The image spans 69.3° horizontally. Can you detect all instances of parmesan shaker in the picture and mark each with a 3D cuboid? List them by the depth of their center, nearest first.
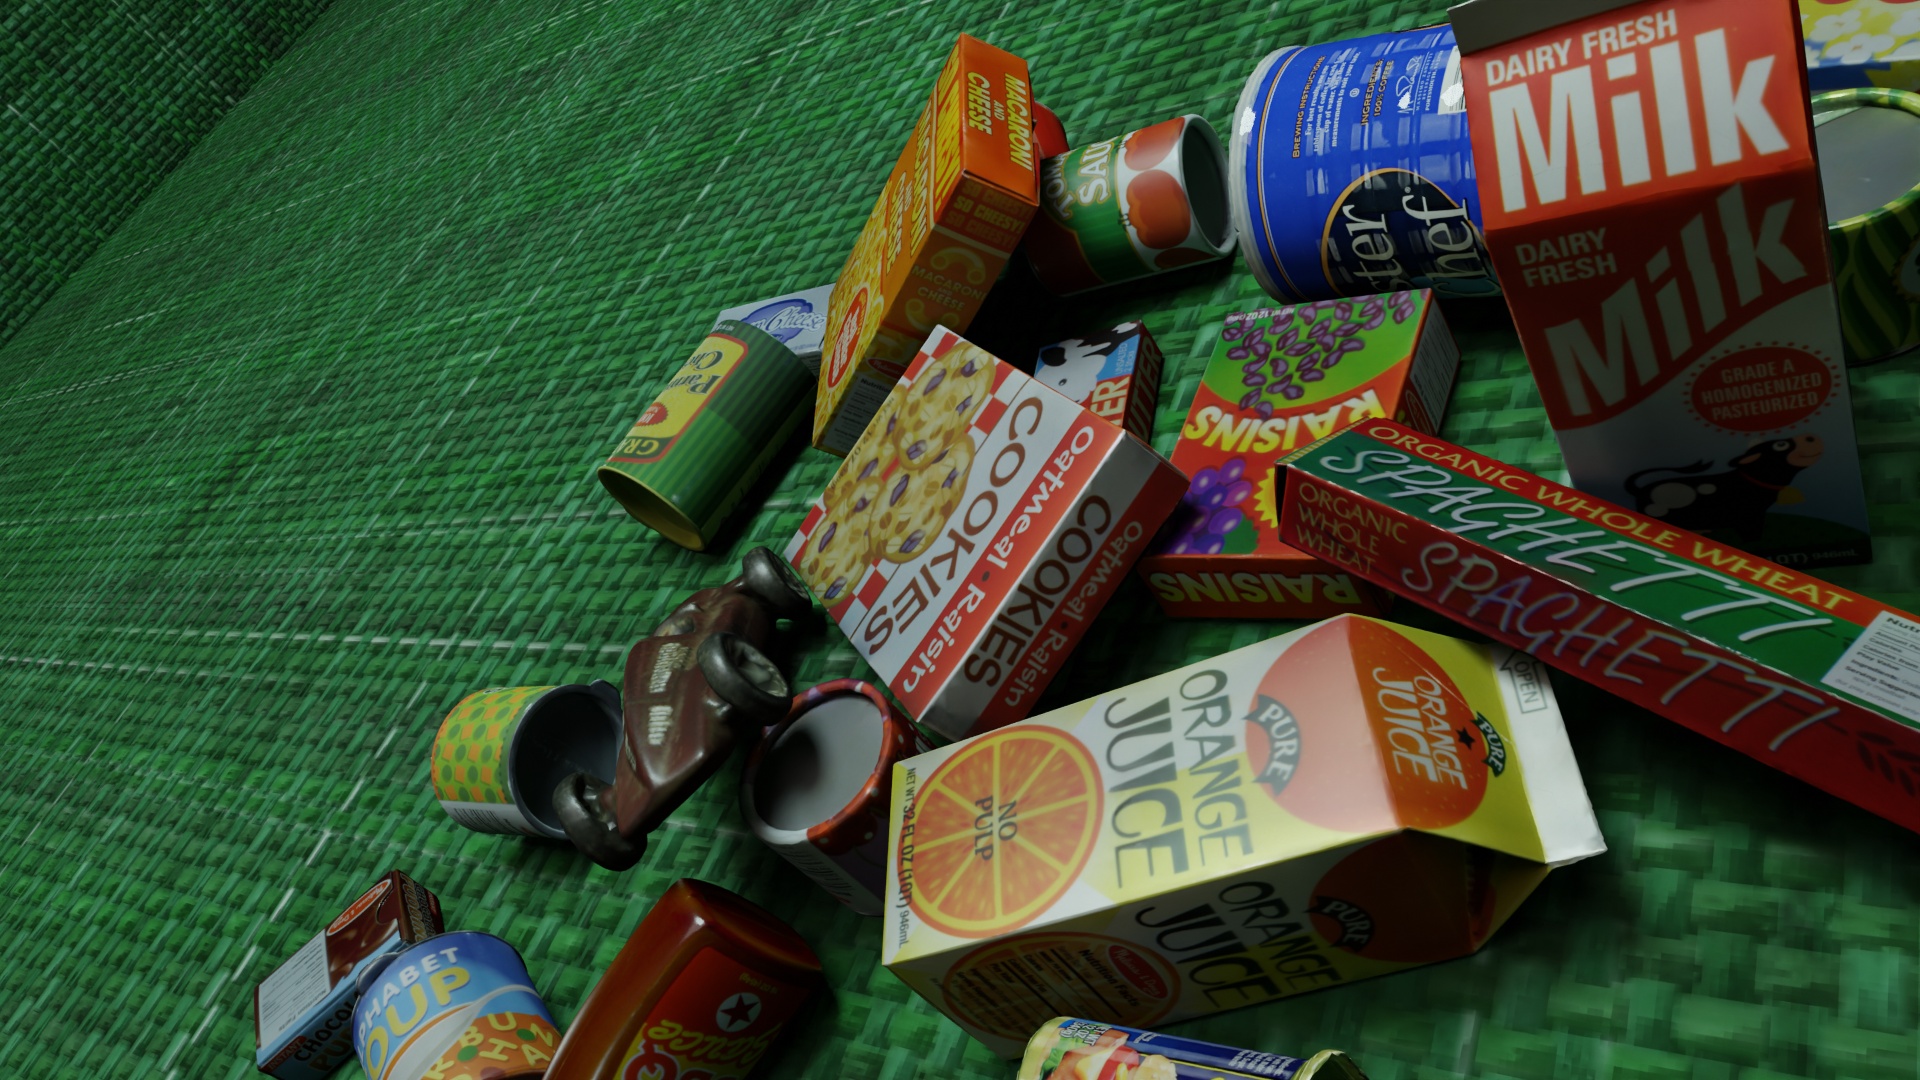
[{"bbox_3d":[-0.128,-0.055,0.712,0.071,0.071,0.103,12,61,45],"label":"parmesan shaker"}]

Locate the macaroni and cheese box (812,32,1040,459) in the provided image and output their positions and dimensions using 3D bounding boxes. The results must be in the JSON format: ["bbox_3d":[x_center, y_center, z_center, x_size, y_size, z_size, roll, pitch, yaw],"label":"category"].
[{"bbox_3d":[-0.018,-0.134,0.654,0.165,0.040,0.124,-55,24,40],"label":"macaroni and cheese box"}]

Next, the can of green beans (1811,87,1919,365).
[{"bbox_3d":[0.275,-0.098,0.434,0.071,0.057,0.071,-22,42,21],"label":"can of green beans"}]

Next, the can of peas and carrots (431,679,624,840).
[{"bbox_3d":[-0.187,0.095,0.611,0.058,0.070,0.071,-6,49,36],"label":"can of peas and carrots"}]

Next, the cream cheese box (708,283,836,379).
[{"bbox_3d":[-0.102,-0.112,0.778,0.103,0.024,0.053,-5,49,35],"label":"cream cheese box"}]

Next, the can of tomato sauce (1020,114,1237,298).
[{"bbox_3d":[0.077,-0.154,0.640,0.083,0.071,0.071,-8,48,33],"label":"can of tomato sauce"}]

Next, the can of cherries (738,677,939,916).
[{"bbox_3d":[-0.036,0.090,0.500,0.071,0.058,0.072,-22,42,22],"label":"can of cherries"}]

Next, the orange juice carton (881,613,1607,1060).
[{"bbox_3d":[0.078,0.084,0.402,0.192,0.073,0.072,-21,41,21],"label":"orange juice carton"}]

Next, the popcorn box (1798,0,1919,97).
[{"bbox_3d":[0.321,-0.183,0.496,0.127,0.038,0.085,14,62,45],"label":"popcorn box"}]

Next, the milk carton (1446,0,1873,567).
[{"bbox_3d":[0.191,-0.074,0.372,0.072,0.190,0.074,-8,48,34],"label":"milk carton"}]

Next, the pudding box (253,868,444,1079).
[{"bbox_3d":[-0.268,0.192,0.610,0.084,0.030,0.050,-41,37,-3],"label":"pudding box"}]

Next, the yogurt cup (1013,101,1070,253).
[{"bbox_3d":[0.030,-0.185,0.714,0.072,0.072,0.054,-31,47,11],"label":"yogurt cup"}]

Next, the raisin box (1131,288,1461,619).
[{"bbox_3d":[0.123,-0.031,0.506,0.086,0.040,0.124,-1,51,38],"label":"raisin box"}]

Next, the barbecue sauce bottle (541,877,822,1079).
[{"bbox_3d":[-0.113,0.188,0.466,0.148,0.064,0.044,-53,37,-3],"label":"barbecue sauce bottle"}]

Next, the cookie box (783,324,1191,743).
[{"bbox_3d":[0.002,-0.007,0.543,0.123,0.040,0.168,-55,31,4],"label":"cookie box"}]

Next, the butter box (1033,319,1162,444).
[{"bbox_3d":[0.053,-0.045,0.589,0.053,0.024,0.104,-13,45,30],"label":"butter box"}]

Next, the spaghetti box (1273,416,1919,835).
[{"bbox_3d":[0.195,0.025,0.354,0.050,0.028,0.250,-26,39,-35],"label":"spaghetti box"}]

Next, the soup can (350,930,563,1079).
[{"bbox_3d":[-0.180,0.192,0.505,0.071,0.071,0.084,-47,39,-10],"label":"soup can"}]
